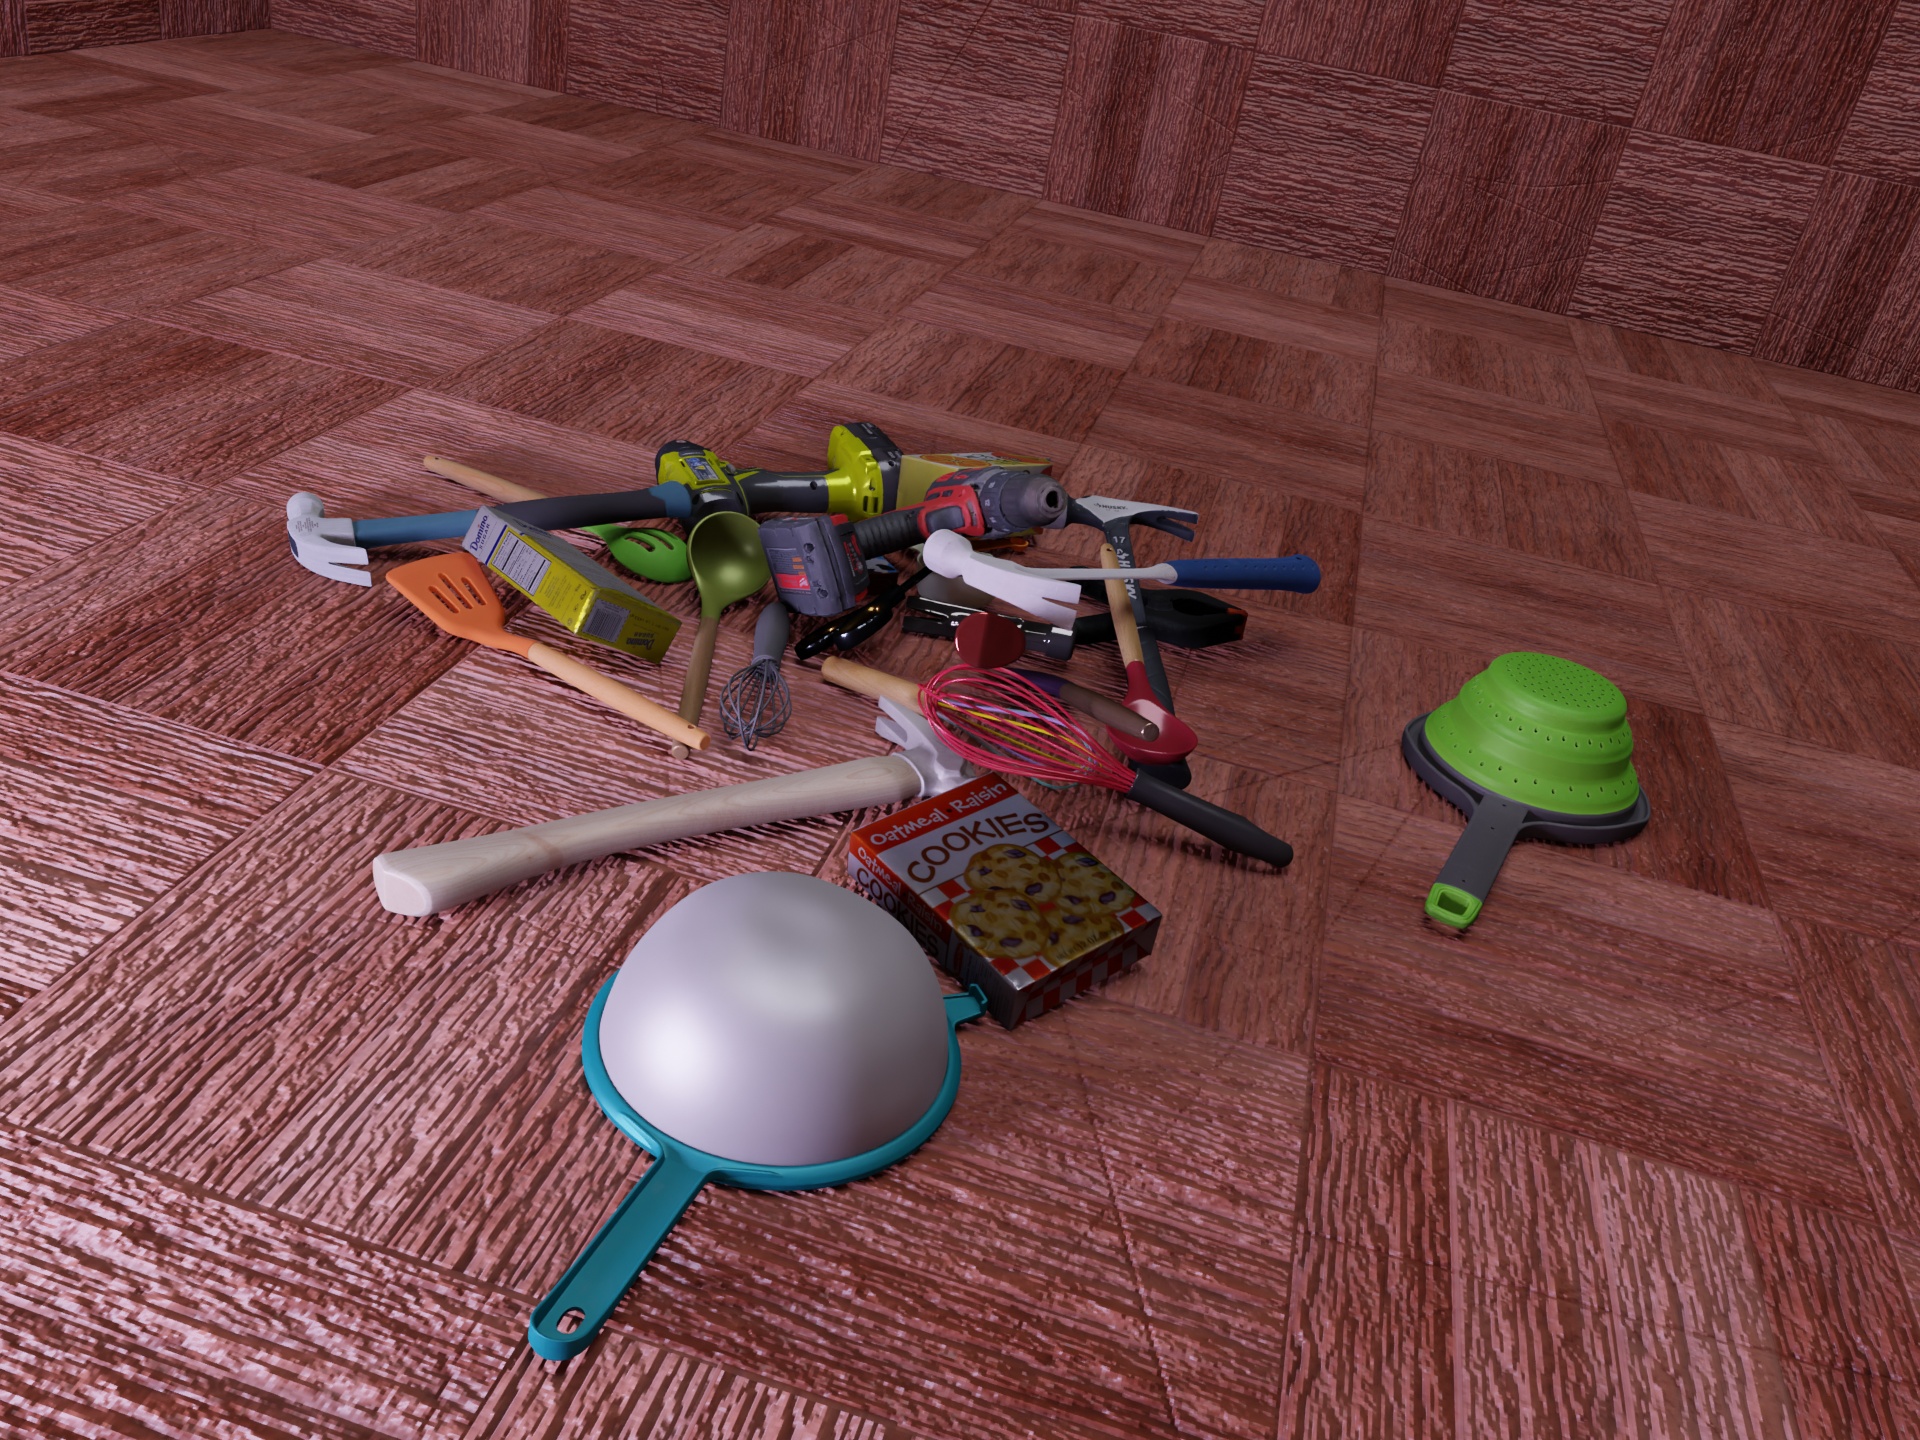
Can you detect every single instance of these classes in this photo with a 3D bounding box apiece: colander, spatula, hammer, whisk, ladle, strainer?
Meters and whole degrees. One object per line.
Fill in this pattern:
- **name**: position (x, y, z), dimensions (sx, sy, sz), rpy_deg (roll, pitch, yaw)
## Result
- **colander**: position (0.435, 0.037, 1.236), dimensions (0.204, 0.094, 0.397), rpy_deg (23, 31, 21)
- **spatula**: position (0.090, -0.017, 1.189), dimensions (0.059, 0.018, 0.316), rpy_deg (10, 7, -14)
- **hammer**: position (0.014, -0.067, 1.197), dimensions (0.149, 0.036, 0.359), rpy_deg (10, 5, 3)
- **hammer**: position (-0.179, 0.058, 1.058), dimensions (0.410, 0.038, 0.146), rpy_deg (-11, 34, -32)
- **whisk**: position (-0.153, -0.044, 1.234), dimensions (0.055, 0.055, 0.239), rpy_deg (8, 25, -5)
- **hammer**: position (-0.397, -0.172, 1.358), dimensions (0.331, 0.033, 0.128), rpy_deg (-9, 36, -19)
- **spatula**: position (-0.304, -0.051, 1.193), dimensions (0.323, 0.041, 0.081), rpy_deg (25, 32, 30)
- **ladle**: position (-0.197, -0.072, 1.262), dimensions (0.078, 0.062, 0.320), rpy_deg (29, 28, -19)
- **hammer**: position (0.154, -0.080, 1.358), dimensions (0.149, 0.036, 0.409), rpy_deg (3, 38, -5)
- **whisk**: position (-0.002, -0.003, 1.226), dimensions (0.245, 0.051, 0.047), rpy_deg (20, 9, 24)
- **strainer**: position (-0.118, 0.173, 0.815), dimensions (0.211, 0.095, 0.340), rpy_deg (18, 29, 13)
- **ladle**: position (0.136, -0.058, 1.279), dimensions (0.069, 0.031, 0.316), rpy_deg (6, 36, -7)
- **hammer**: position (0.166, -0.118, 1.309), dimensions (0.405, 0.035, 0.144), rpy_deg (-5, 25, -42)
- **whisk**: position (0.104, 0.036, 1.131), dimensions (0.296, 0.073, 0.073), rpy_deg (25, 29, -3)

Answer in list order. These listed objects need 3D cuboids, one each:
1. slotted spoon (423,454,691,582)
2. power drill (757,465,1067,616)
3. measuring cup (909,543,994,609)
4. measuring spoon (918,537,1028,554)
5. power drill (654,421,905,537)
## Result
- **slotted spoon**: position (-0.370, -0.190, 1.441), dimensions (0.314, 0.031, 0.070), rpy_deg (22, 34, 23)
- **power drill**: position (-0.035, -0.159, 1.332), dimensions (0.226, 0.080, 0.188), rpy_deg (-22, 15, -24)
- **measuring cup**: position (-0.035, -0.141, 1.458), dimensions (0.168, 0.038, 0.083), rpy_deg (25, 31, 38)
- **measuring spoon**: position (0.012, -0.165, 1.541), dimensions (0.117, 0.011, 0.021), rpy_deg (-9, 34, -24)
- **power drill**: position (-0.176, -0.232, 1.530), dimensions (0.223, 0.080, 0.171), rpy_deg (-7, 34, -23)
